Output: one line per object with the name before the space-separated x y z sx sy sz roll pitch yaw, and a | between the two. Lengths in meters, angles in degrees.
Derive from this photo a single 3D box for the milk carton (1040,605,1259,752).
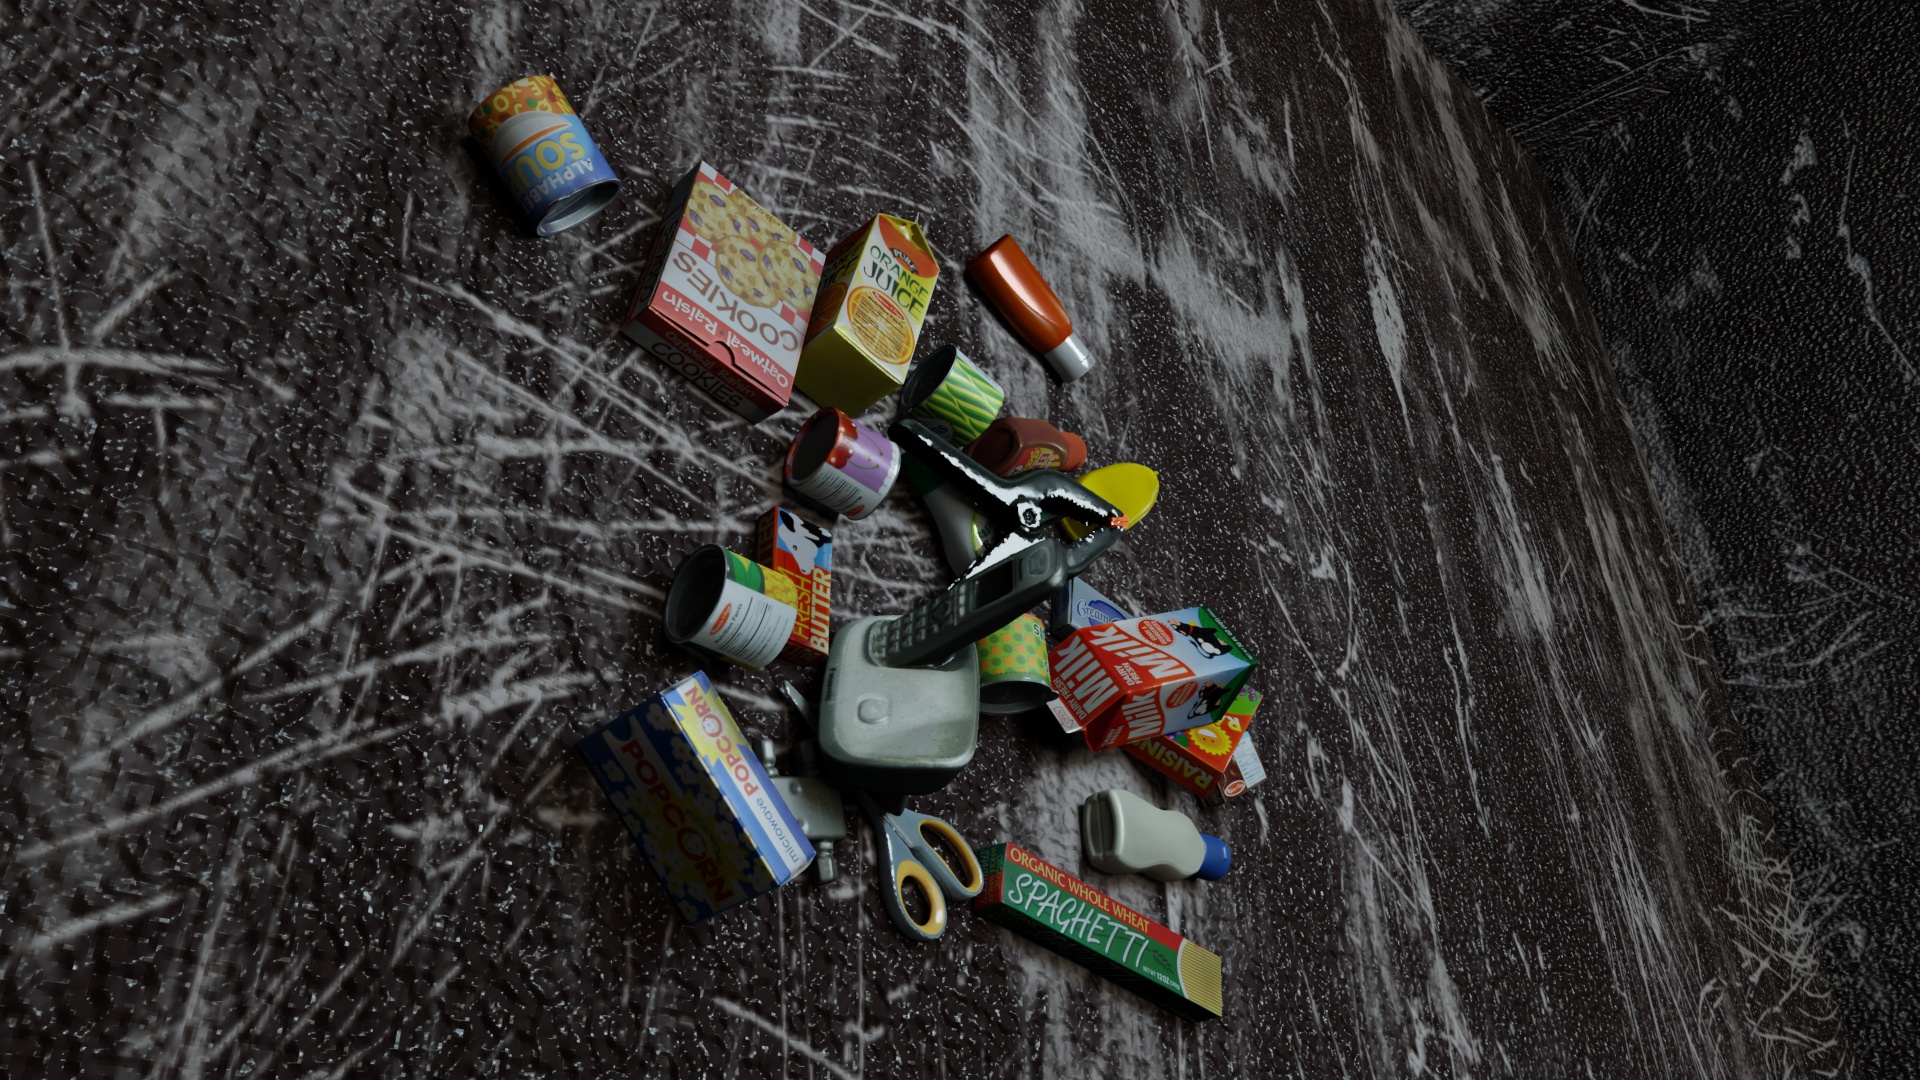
milk carton | 0.141 0.113 1.120 0.191 0.073 0.072 -6 45 -36

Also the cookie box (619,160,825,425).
cookie box | -0.170 -0.184 1.024 0.123 0.040 0.168 35 44 -29

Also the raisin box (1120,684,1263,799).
raisin box | 0.200 0.156 1.197 0.086 0.039 0.124 32 36 11

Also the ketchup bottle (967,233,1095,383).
ketchup bottle | 0.071 -0.218 1.321 0.148 0.043 0.065 51 39 -12

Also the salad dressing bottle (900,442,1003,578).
salad dressing bottle | 0.004 -0.014 1.107 0.064 0.044 0.147 -37 95 -45

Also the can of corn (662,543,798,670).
can of corn | -0.146 0.042 0.882 0.058 0.071 0.071 28 47 -36

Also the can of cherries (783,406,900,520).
can of cherries | -0.087 -0.058 1.015 0.058 0.071 0.072 30 46 -32

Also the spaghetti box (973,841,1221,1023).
spaghetti box | 0.107 0.294 1.033 0.250 0.028 0.050 35 43 -30

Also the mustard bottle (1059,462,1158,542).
mustard bottle | 0.146 -0.040 1.285 0.161 0.048 0.065 -24 86 -54

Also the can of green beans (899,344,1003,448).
can of green beans | -0.007 -0.118 1.147 0.057 0.071 0.071 39 42 -27

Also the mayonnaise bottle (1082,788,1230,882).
mayonnaise bottle | 0.160 0.245 1.118 0.148 0.041 0.065 25 51 -39

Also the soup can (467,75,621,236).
soup can | -0.278 -0.256 0.925 0.083 0.071 0.072 57 37 -3

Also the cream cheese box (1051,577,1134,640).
cream cheese box | 0.122 0.078 1.198 0.103 0.024 0.054 35 43 -30

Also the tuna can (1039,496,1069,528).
tuna can | 0.059 -0.025 1.159 0.071 0.071 0.033 -19 81 -53

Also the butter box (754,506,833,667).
butter box | -0.116 0.031 0.956 0.053 0.024 0.104 27 48 -36

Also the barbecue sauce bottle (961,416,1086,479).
barbecue sauce bottle | 0.062 -0.078 1.206 0.149 0.064 0.044 -4 61 -59

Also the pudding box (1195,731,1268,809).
pudding box | 0.237 0.204 1.241 0.084 0.030 0.050 -11 76 -51

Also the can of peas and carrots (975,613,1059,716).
can of peas and carrots | 0.036 0.093 1.052 0.071 0.070 0.059 21 51 -40

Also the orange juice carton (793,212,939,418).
orange juice carton | -0.075 -0.191 1.113 0.073 0.071 0.194 39 42 -26

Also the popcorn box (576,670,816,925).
popcorn box | -0.150 0.147 0.788 0.126 0.085 0.038 58 36 -1
